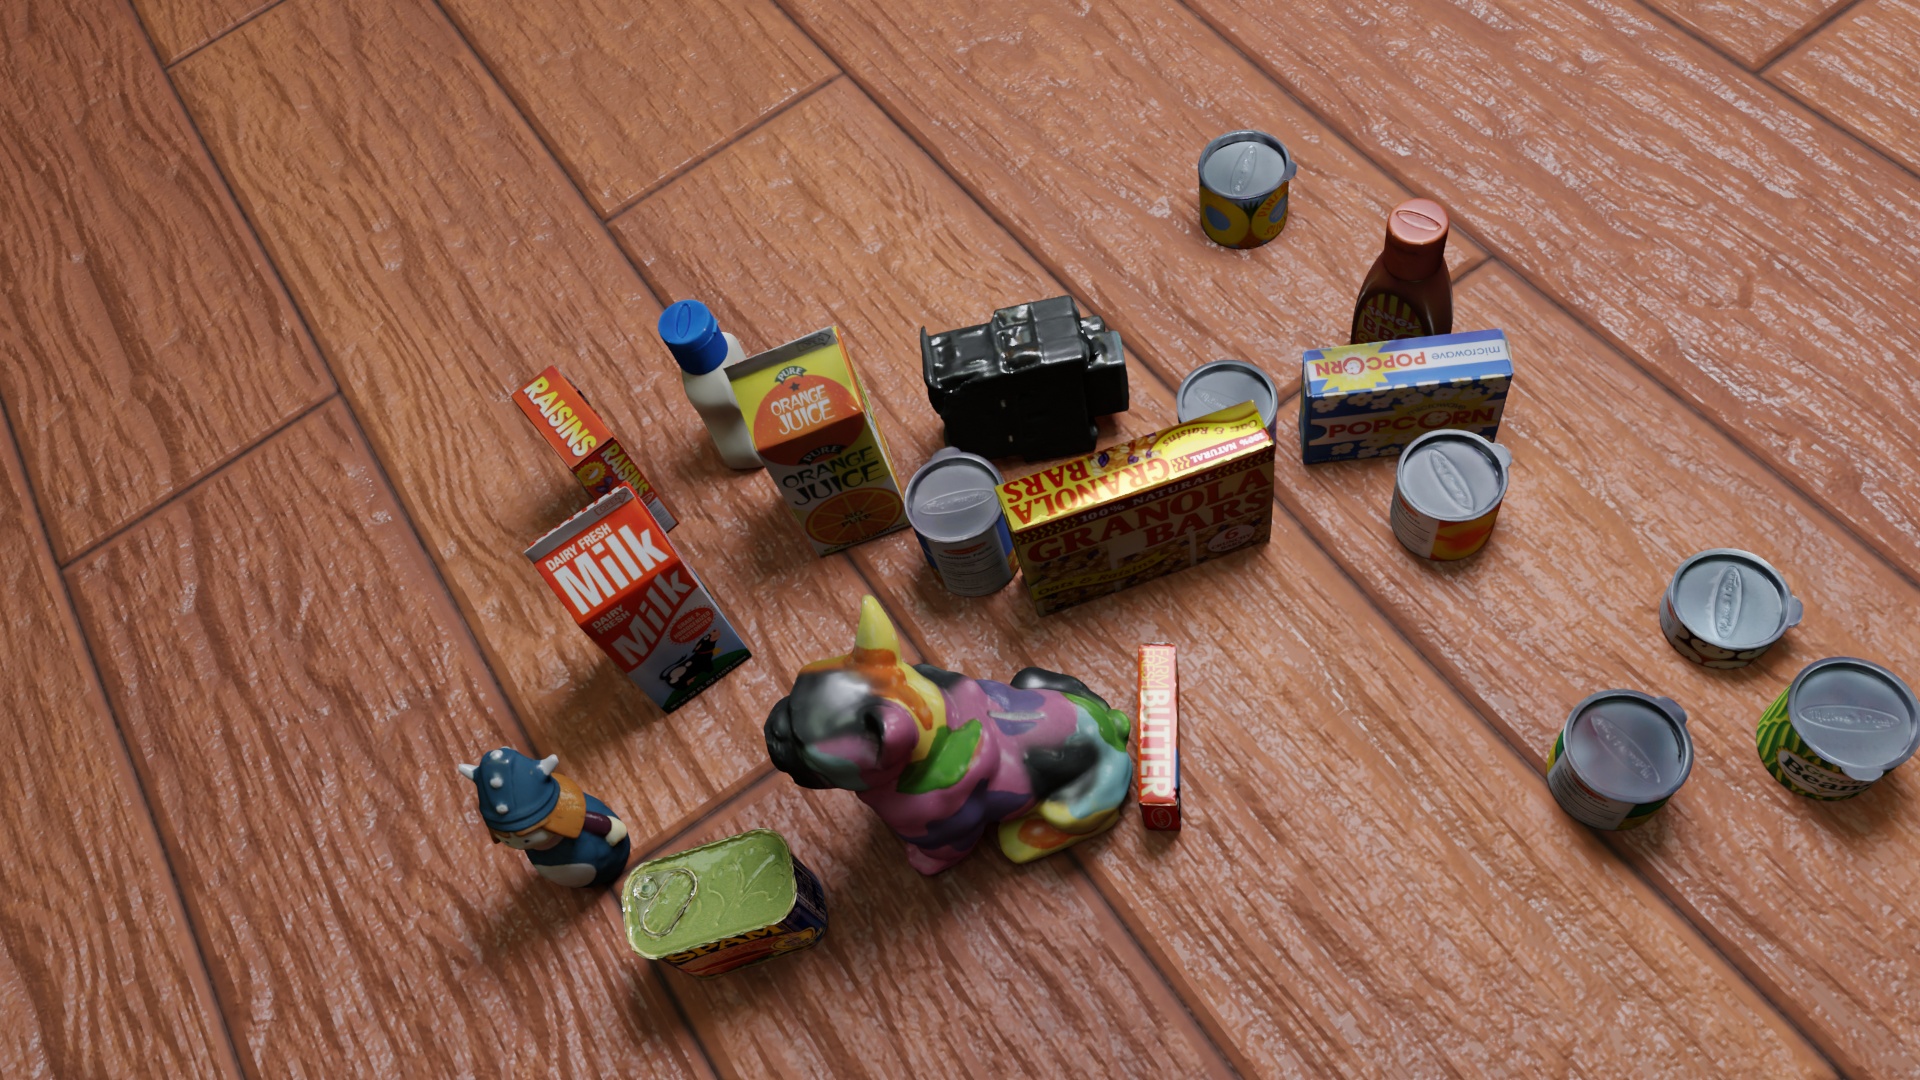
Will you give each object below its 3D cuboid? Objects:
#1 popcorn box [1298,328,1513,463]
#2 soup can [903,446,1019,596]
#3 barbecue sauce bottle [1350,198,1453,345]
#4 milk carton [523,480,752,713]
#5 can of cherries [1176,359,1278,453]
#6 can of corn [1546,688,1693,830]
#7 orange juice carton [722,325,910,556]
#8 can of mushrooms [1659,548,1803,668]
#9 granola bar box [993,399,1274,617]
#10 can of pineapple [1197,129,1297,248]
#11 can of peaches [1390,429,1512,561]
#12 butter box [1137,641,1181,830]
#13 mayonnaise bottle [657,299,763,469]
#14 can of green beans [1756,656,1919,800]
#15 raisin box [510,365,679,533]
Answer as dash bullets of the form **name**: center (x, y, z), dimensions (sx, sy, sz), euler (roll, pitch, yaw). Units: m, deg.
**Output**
- **popcorn box**: center (0.287, -0.092, 0.906), dimensions (0.127, 0.085, 0.038), euler (-6, 62, 8)
- **soup can**: center (0.003, -0.012, 0.920), dimensions (0.071, 0.083, 0.071), euler (-5, 62, 9)
- **barbecue sauce bottle**: center (0.291, -0.161, 0.905), dimensions (0.065, 0.148, 0.044), euler (29, 72, 23)
- **milk carton**: center (-0.205, 0.031, 0.877), dimensions (0.072, 0.189, 0.073), euler (-35, 62, -8)
- **can of cherries**: center (0.178, -0.077, 0.935), dimensions (0.071, 0.058, 0.072), euler (-5, 62, 9)
- **can of corn**: center (0.374, 0.124, 0.788), dimensions (0.071, 0.058, 0.071), euler (-5, 62, 9)
- **orange juice carton**: center (-0.092, -0.071, 0.908), dimensions (0.072, 0.192, 0.073), euler (-19, 61, 1)
- **can of mushrooms**: center (0.458, 0.042, 0.829), dimensions (0.071, 0.033, 0.071), euler (-5, 62, 9)
- **granola bar box**: center (0.114, -0.016, 0.877), dimensions (0.165, 0.123, 0.039), euler (-19, 61, 1)
- **can of pineapple**: center (0.211, -0.258, 1.025), dimensions (0.071, 0.057, 0.071), euler (-5, 62, 9)
- **can of peaches**: center (0.311, -0.029, 0.882), dimensions (0.071, 0.058, 0.071), euler (-5, 62, 9)
- **butter box**: center (0.121, 0.119, 0.844), dimensions (0.024, 0.053, 0.104), euler (-2, 62, 11)
- **mayonnaise bottle**: center (-0.168, -0.110, 0.970), dimensions (0.041, 0.147, 0.065), euler (-5, 62, 9)
- **can of green beans**: center (0.488, 0.106, 0.775), dimensions (0.071, 0.057, 0.071), euler (-5, 62, 9)
- **raisin box**: center (-0.253, -0.056, 0.972), dimensions (0.040, 0.123, 0.086), euler (-39, 62, -10)
